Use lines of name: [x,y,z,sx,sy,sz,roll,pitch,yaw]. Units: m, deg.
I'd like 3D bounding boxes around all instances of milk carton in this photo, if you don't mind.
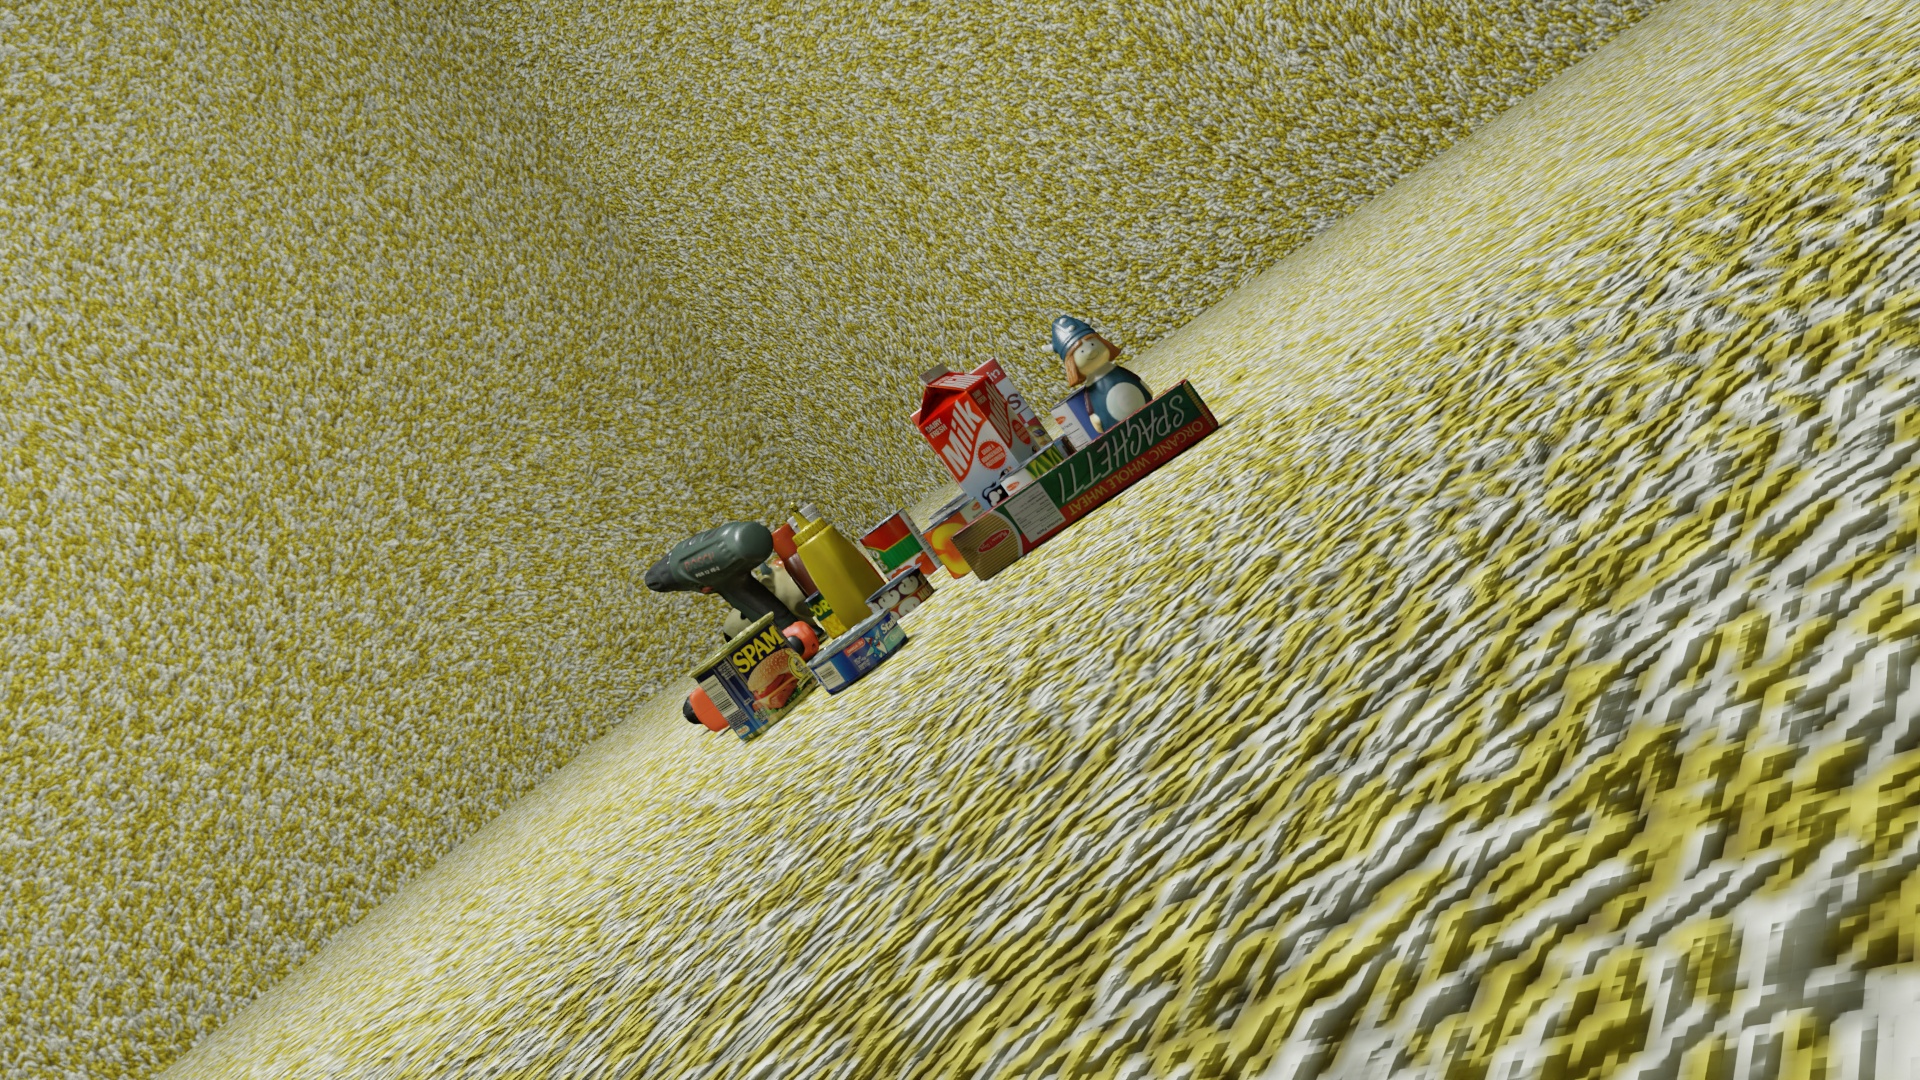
milk carton: [0.024,-0.105,1.478,0.073,0.190,0.072,-34,4,28]

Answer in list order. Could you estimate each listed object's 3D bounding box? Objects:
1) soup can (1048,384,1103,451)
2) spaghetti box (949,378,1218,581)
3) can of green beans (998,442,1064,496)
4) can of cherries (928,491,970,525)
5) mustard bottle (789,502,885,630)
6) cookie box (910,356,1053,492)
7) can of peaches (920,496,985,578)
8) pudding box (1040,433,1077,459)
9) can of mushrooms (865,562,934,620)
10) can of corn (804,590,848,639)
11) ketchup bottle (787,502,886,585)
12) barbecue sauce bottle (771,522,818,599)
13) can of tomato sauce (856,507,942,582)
soup can: [0.143,-0.120,1.424,0.071,0.083,0.071,-35,4,3]
spaghetti box: [0.104,-0.050,1.183,0.249,0.050,0.029,-34,4,21]
can of green beans: [0.081,-0.054,1.360,0.071,0.058,0.071,-35,4,3]
can of cherries: [0.006,-0.020,1.573,0.071,0.058,0.071,-35,4,3]
mustard bottle: [-0.135,0.026,1.485,0.048,0.160,0.065,-34,4,25]
cookie box: [0.037,-0.117,1.657,0.123,0.167,0.040,-35,4,3]
can of peaches: [0.002,-0.001,1.394,0.071,0.058,0.071,-35,4,3]
pudding box: [0.108,-0.086,1.557,0.030,0.049,0.083,-39,5,-40]
can of mushrooms: [-0.060,0.056,1.422,0.071,0.033,0.071,-35,4,3]
can of corn: [-0.147,0.079,1.684,0.071,0.058,0.071,-35,4,3]
ketchup bottle: [-0.139,0.027,1.573,0.064,0.148,0.044,-34,4,28]
barbecue sauce bottle: [-0.188,0.047,1.757,0.043,0.148,0.065,-36,4,1]
can of tomato sauce: [-0.072,0.014,1.645,0.071,0.083,0.071,-35,4,3]
